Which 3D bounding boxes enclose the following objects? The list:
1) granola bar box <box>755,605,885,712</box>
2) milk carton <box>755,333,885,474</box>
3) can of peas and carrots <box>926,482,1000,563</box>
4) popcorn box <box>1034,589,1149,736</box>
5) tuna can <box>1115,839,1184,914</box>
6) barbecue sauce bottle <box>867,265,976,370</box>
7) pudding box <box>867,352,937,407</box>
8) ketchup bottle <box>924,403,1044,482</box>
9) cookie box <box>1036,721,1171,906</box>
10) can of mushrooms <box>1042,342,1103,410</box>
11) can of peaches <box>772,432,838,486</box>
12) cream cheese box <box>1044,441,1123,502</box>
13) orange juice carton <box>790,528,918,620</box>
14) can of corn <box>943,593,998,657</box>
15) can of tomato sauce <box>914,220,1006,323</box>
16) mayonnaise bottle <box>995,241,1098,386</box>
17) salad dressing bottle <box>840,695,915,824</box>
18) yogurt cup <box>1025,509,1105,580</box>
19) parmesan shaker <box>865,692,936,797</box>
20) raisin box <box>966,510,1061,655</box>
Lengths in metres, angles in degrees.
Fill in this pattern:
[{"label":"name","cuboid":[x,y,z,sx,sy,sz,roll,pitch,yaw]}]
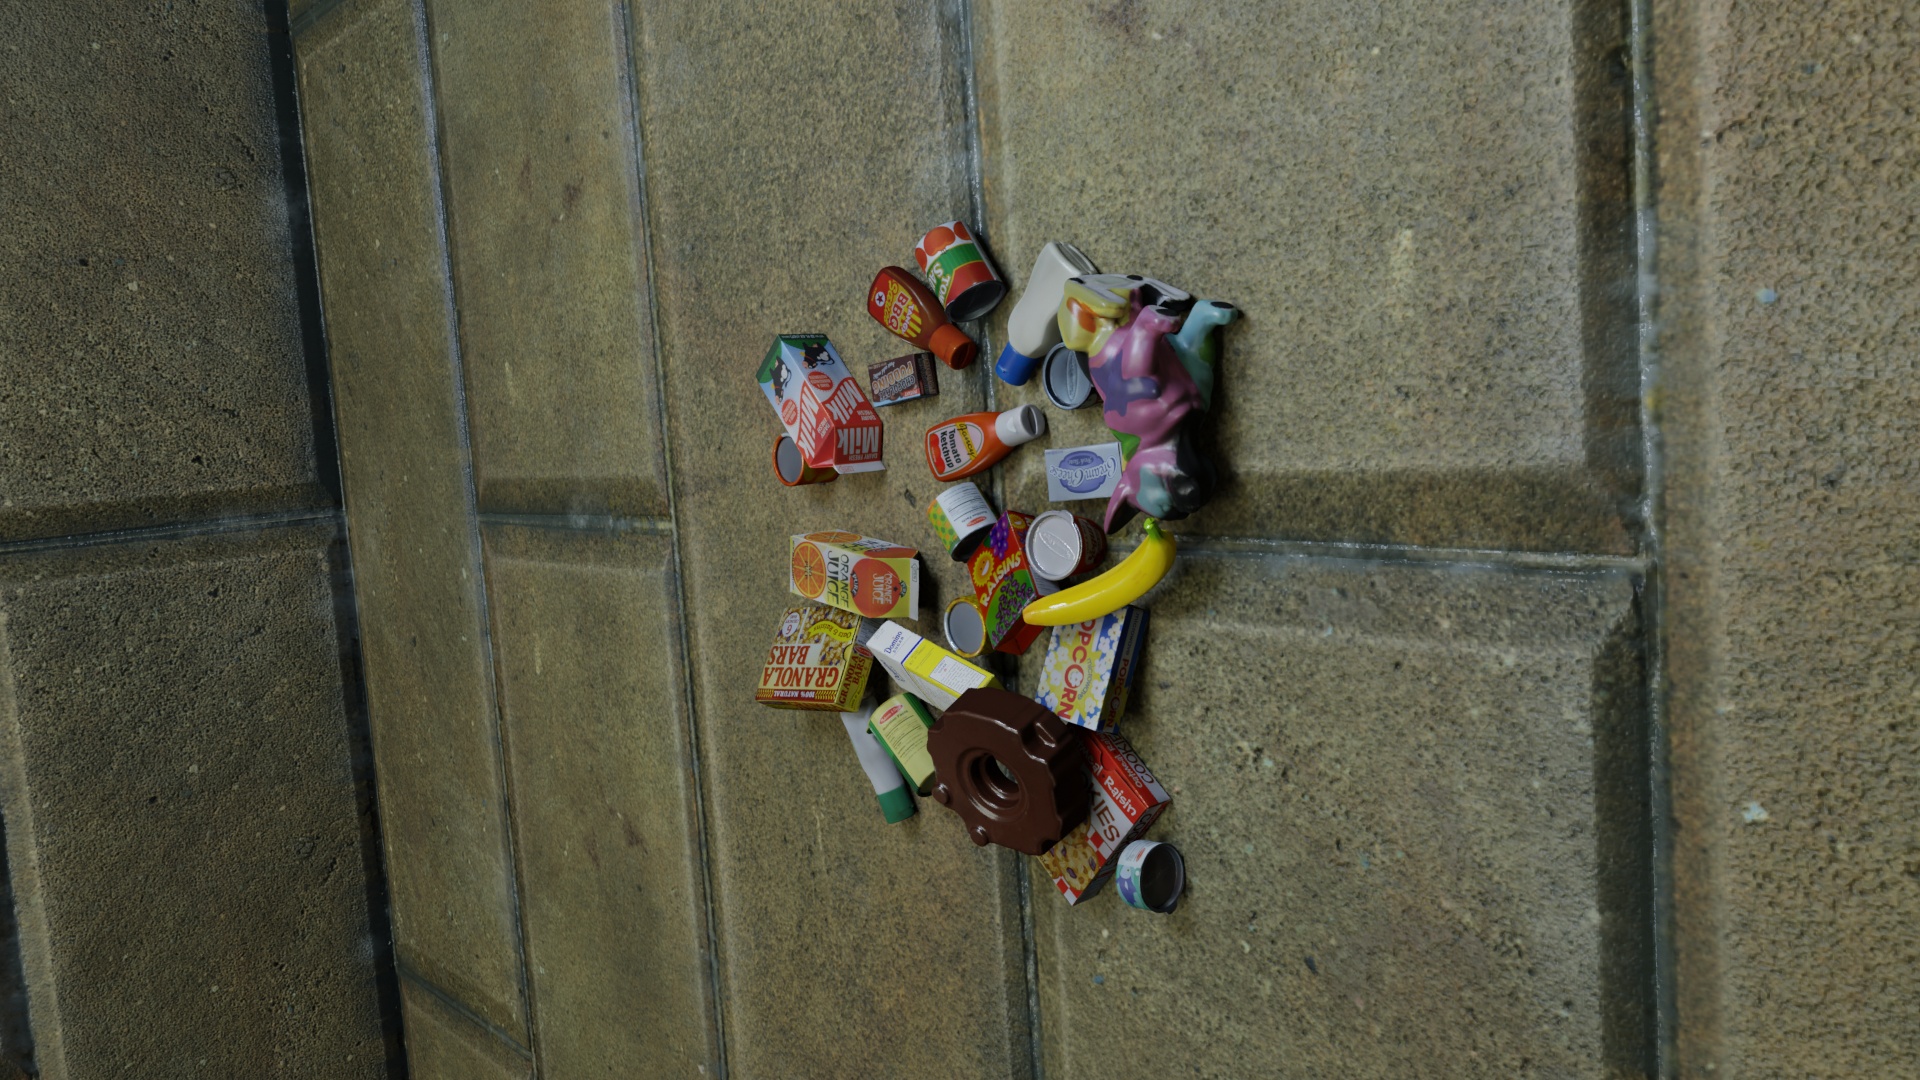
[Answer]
[{"label":"granola bar box","cuboid":[-0.171,0.142,1.673,0.165,0.039,0.124,-6,62,48]},{"label":"milk carton","cuboid":[-0.159,-0.151,1.625,0.191,0.072,0.073,57,132,24]},{"label":"can of peas and carrots","cuboid":[0.005,-0.018,1.475,0.070,0.071,0.059,-52,59,39]},{"label":"popcorn box","cuboid":[0.127,0.118,1.357,0.085,0.038,0.126,13,87,44]},{"label":"tuna can","cuboid":[0.184,0.325,1.339,0.033,0.071,0.071,-3,94,49]},{"label":"barbecue sauce bottle","cuboid":[-0.041,-0.237,1.504,0.149,0.044,0.064,44,125,33]},{"label":"pudding box","cuboid":[-0.064,-0.179,1.549,0.083,0.030,0.049,-6,93,48]},{"label":"ketchup bottle","cuboid":[0.025,-0.107,1.454,0.148,0.044,0.064,-17,84,47]},{"label":"cookie box","cuboid":[0.126,0.271,1.411,0.123,0.040,0.166,51,130,29]},{"label":"can of mushrooms","cuboid":[0.116,-0.160,1.353,0.071,0.033,0.071,10,103,47]},{"label":"can of peaches","cuboid":[-0.186,-0.098,1.675,0.071,0.058,0.071,10,104,46]},{"label":"cream cheese box","cuboid":[0.127,-0.067,1.363,0.103,0.024,0.053,-3,95,48]},{"label":"orange juice carton","cuboid":[-0.112,0.040,1.607,0.193,0.073,0.071,14,107,45]},{"label":"can of corn","cuboid":[0.026,0.087,1.475,0.071,0.058,0.071,10,104,46]},{"label":"can of tomato sauce","cuboid":[-0.003,-0.277,1.435,0.071,0.071,0.083,-47,62,41]},{"label":"mayonnaise bottle","cuboid":[0.080,-0.221,1.377,0.065,0.041,0.147,53,132,29]},{"label":"salad dressing bottle","cuboid":[-0.096,0.260,1.641,0.044,0.064,0.147,-22,87,10]},{"label":"yogurt cup","cuboid":[0.106,0.005,1.371,0.072,0.054,0.072,0,90,41]},{"label":"parmesan shaker","cuboid":[-0.052,0.234,1.578,0.103,0.071,0.071,51,130,28]},{"label":"raisin box","cuboid":[0.055,0.042,1.417,0.085,0.040,0.124,-55,36,33]}]
